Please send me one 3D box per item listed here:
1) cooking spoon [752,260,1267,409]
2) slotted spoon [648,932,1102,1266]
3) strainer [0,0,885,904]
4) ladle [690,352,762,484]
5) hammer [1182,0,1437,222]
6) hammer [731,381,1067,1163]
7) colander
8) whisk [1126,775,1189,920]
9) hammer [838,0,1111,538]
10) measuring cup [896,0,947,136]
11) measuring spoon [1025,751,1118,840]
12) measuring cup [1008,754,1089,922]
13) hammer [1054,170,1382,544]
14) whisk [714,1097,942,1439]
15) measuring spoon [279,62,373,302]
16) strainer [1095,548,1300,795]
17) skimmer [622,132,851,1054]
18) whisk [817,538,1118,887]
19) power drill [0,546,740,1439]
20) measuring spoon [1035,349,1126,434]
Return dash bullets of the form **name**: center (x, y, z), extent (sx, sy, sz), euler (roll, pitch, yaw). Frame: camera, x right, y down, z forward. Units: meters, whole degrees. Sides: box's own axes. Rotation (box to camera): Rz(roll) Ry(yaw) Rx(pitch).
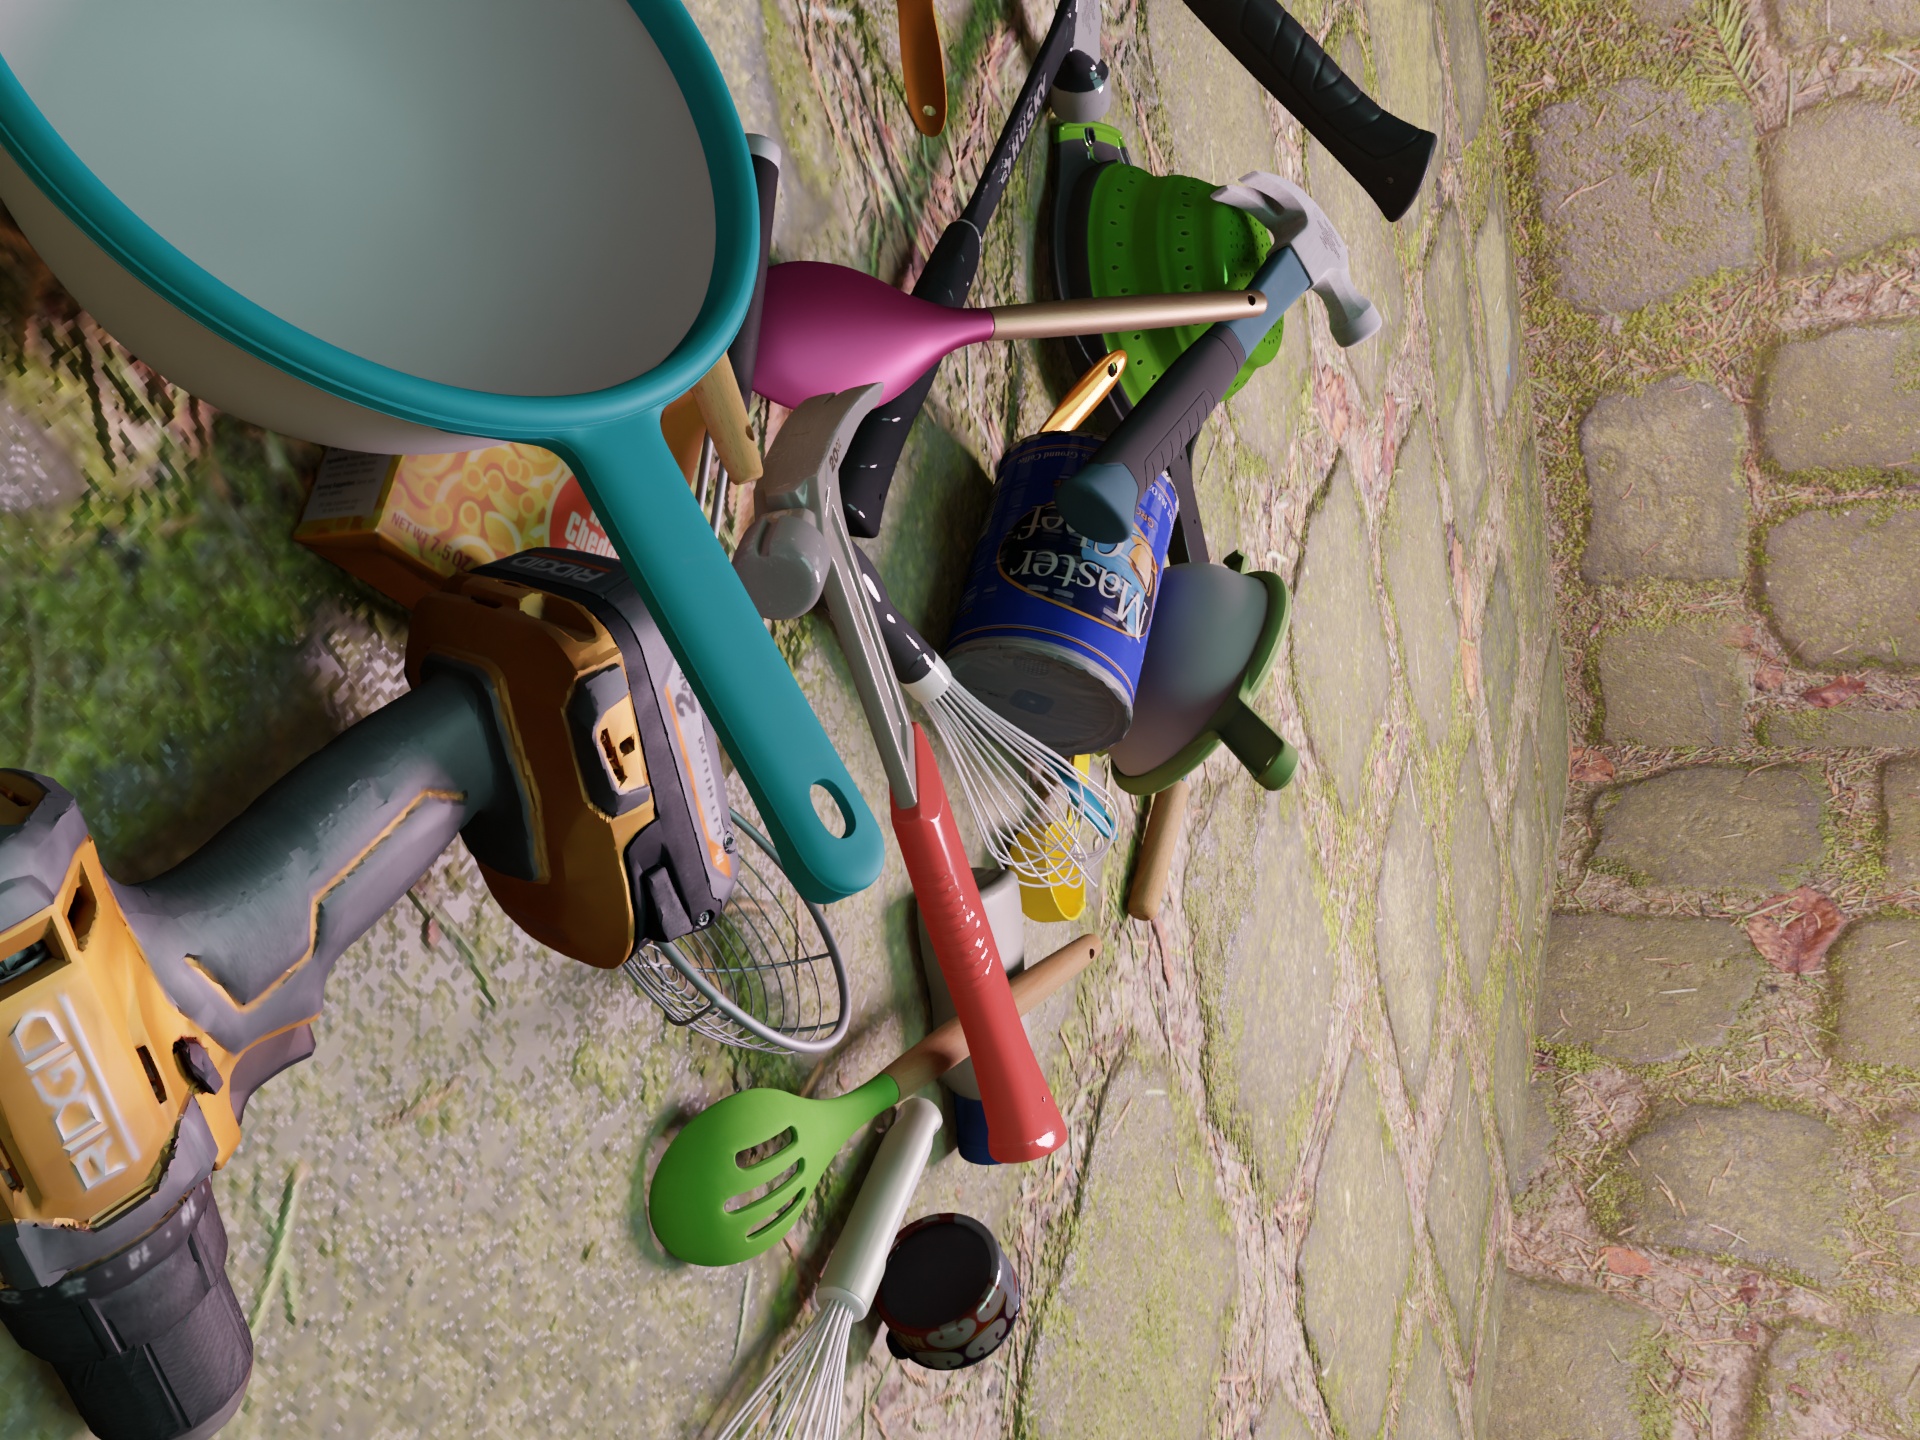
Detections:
- **cooking spoon**: center (0.032, -0.189, 0.750), extent (0.319, 0.017, 0.069), euler (-14, 92, -35)
- **slotted spoon**: center (-0.018, 0.156, 0.728), extent (0.313, 0.031, 0.070), euler (-23, 109, -52)
- **strainer**: center (-0.132, -0.093, 0.416), extent (0.211, 0.095, 0.340), euler (-31, 93, -49)
- **ladle**: center (-0.123, -0.228, 0.518), extent (0.069, 0.031, 0.315), euler (-33, 105, -66)
- **hammer**: center (0.104, -0.362, 0.762), extent (0.334, 0.146, 0.035), euler (38, 50, -16)
- **hammer**: center (-0.011, 0.045, 0.665), extent (0.149, 0.037, 0.358), euler (-77, 154, -55)
- **colander**: center (0.161, -0.189, 1.007), extent (0.204, 0.094, 0.397), euler (-30, 109, -58)
- **whisk**: center (0.157, 0.027, 1.105), extent (0.047, 0.051, 0.245), euler (59, 43, -53)
- **hammer**: center (0.007, -0.254, 0.803), extent (0.149, 0.036, 0.409), euler (79, 27, -57)
- **measuring cup**: center (-0.017, -0.365, 0.753), extent (0.173, 0.095, 0.052), euler (82, 17, -55)
- **measuring spoon**: center (0.065, 0.025, 0.913), extent (0.128, 0.021, 0.042), euler (50, 30, -31)
- **measuring cup**: center (0.055, 0.055, 0.937), extent (0.157, 0.029, 0.062), euler (-77, 146, -48)
- **hammer**: center (0.139, -0.195, 0.863), extent (0.128, 0.033, 0.331), euler (54, 48, -18)
- **whisk**: center (-0.054, 0.262, 0.695), extent (0.057, 0.059, 0.246), euler (-62, 180, 41)
- **measuring spoon**: center (-0.183, -0.177, 0.481), extent (0.034, 0.018, 0.124), euler (23, 69, -60)
- **strainer**: center (0.118, -0.022, 0.853), extent (0.151, 0.069, 0.256), euler (-54, -167, 10)
- **skimmer**: center (-0.075, -0.060, 0.608), extent (0.127, 0.090, 0.363), euler (25, 67, -59)
- **whisk**: center (0.000, -0.003, 0.777), extent (0.284, 0.070, 0.070), euler (50, 46, -39)
- **power drill**: center (-0.164, 0.069, 0.429), extent (0.226, 0.084, 0.185), euler (-36, 129, -43)
- **measuring spoon**: center (0.062, -0.171, 0.909), extent (0.117, 0.011, 0.021), euler (-50, 131, -18)
